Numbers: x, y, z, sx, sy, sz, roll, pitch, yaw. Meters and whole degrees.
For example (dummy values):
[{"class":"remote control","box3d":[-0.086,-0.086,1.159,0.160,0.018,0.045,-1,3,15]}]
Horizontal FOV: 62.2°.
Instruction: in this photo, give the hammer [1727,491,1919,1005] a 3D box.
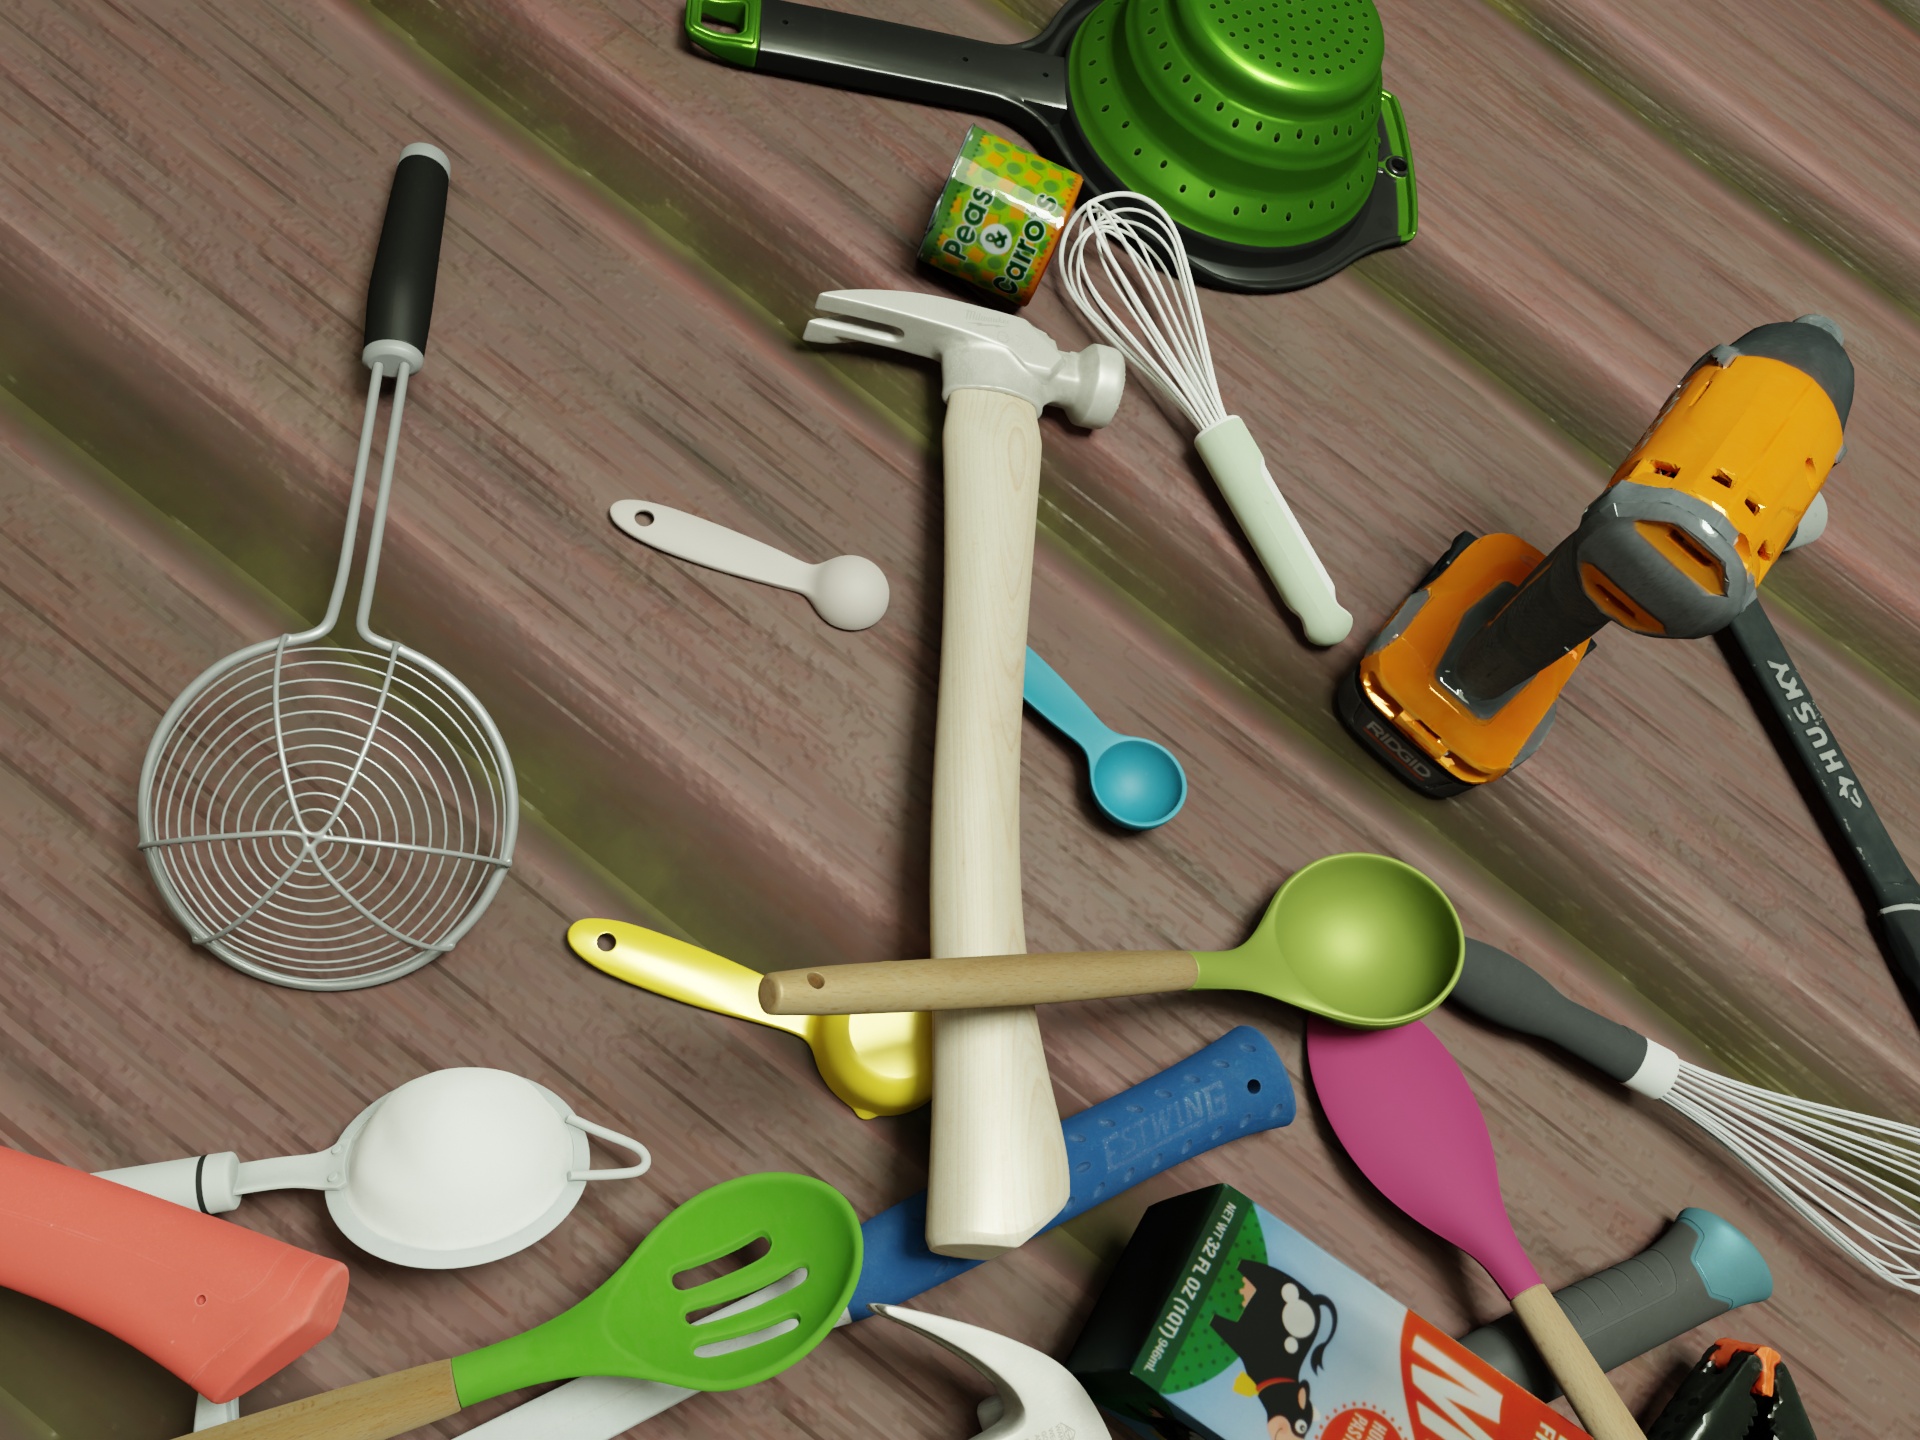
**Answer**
[{"class":"hammer","box3d":[0.439,0.076,0.756,0.149,0.036,0.409,-15,73,-20]}]

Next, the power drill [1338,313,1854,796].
[{"class":"power drill","box3d":[0.265,-0.069,0.658,0.084,0.226,0.164,42,63,4]}]

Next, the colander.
[{"class":"colander","box3d":[0.067,-0.336,0.788,0.397,0.094,0.205,5,66,-14]}]

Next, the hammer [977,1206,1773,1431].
[{"class":"hammer","box3d":[0.176,0.259,0.602,0.331,0.033,0.128,-15,72,-21]}]

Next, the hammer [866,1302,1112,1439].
[{"class":"hammer","box3d":[-0.102,0.277,0.475,0.331,0.031,0.130,-14,75,-21]}]

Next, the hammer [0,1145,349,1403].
[{"class":"hammer","box3d":[-0.358,0.116,0.480,0.359,0.036,0.149,17,64,1]}]

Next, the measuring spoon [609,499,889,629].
[{"class":"measuring spoon","box3d":[-0.088,-0.071,0.673,0.124,0.018,0.034,19,64,-8]}]

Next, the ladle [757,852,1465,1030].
[{"class":"ladle","box3d":[0.070,0.084,0.573,0.320,0.062,0.078,5,45,-40]}]

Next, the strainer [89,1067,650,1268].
[{"class":"strainer","box3d":[-0.234,0.149,0.519,0.258,0.050,0.087,-7,34,-11]}]

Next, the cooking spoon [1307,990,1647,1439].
[{"class":"cooking spoon","box3d":[0.226,0.236,0.590,0.068,0.017,0.319,-13,55,-23]}]

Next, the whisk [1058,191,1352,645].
[{"class":"whisk","box3d":[0.118,-0.144,0.751,0.059,0.057,0.246,-30,81,14]}]

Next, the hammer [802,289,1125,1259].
[{"class":"hammer","box3d":[-0.001,-0.002,0.635,0.146,0.038,0.411,10,60,-15]}]

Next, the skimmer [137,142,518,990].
[{"class":"skimmer","box3d":[-0.231,-0.078,0.630,0.127,0.090,0.364,3,57,-12]}]

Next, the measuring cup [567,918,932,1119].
[{"class":"measuring cup","box3d":[-0.072,0.102,0.597,0.156,0.029,0.062,21,64,-9]}]

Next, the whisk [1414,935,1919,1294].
[{"class":"whisk","box3d":[0.321,0.163,0.677,0.284,0.070,0.070,28,63,3]}]

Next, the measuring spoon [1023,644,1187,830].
[{"class":"measuring spoon","box3d":[0.044,0.000,0.687,0.042,0.021,0.129,-37,73,-27]}]

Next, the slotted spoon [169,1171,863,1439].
[{"class":"slotted spoon","box3d":[-0.180,0.208,0.482,0.313,0.031,0.070,-13,44,-18]}]

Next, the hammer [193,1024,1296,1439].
[{"class":"hammer","box3d":[-0.056,0.198,0.559,0.405,0.035,0.144,-20,75,-23]}]
